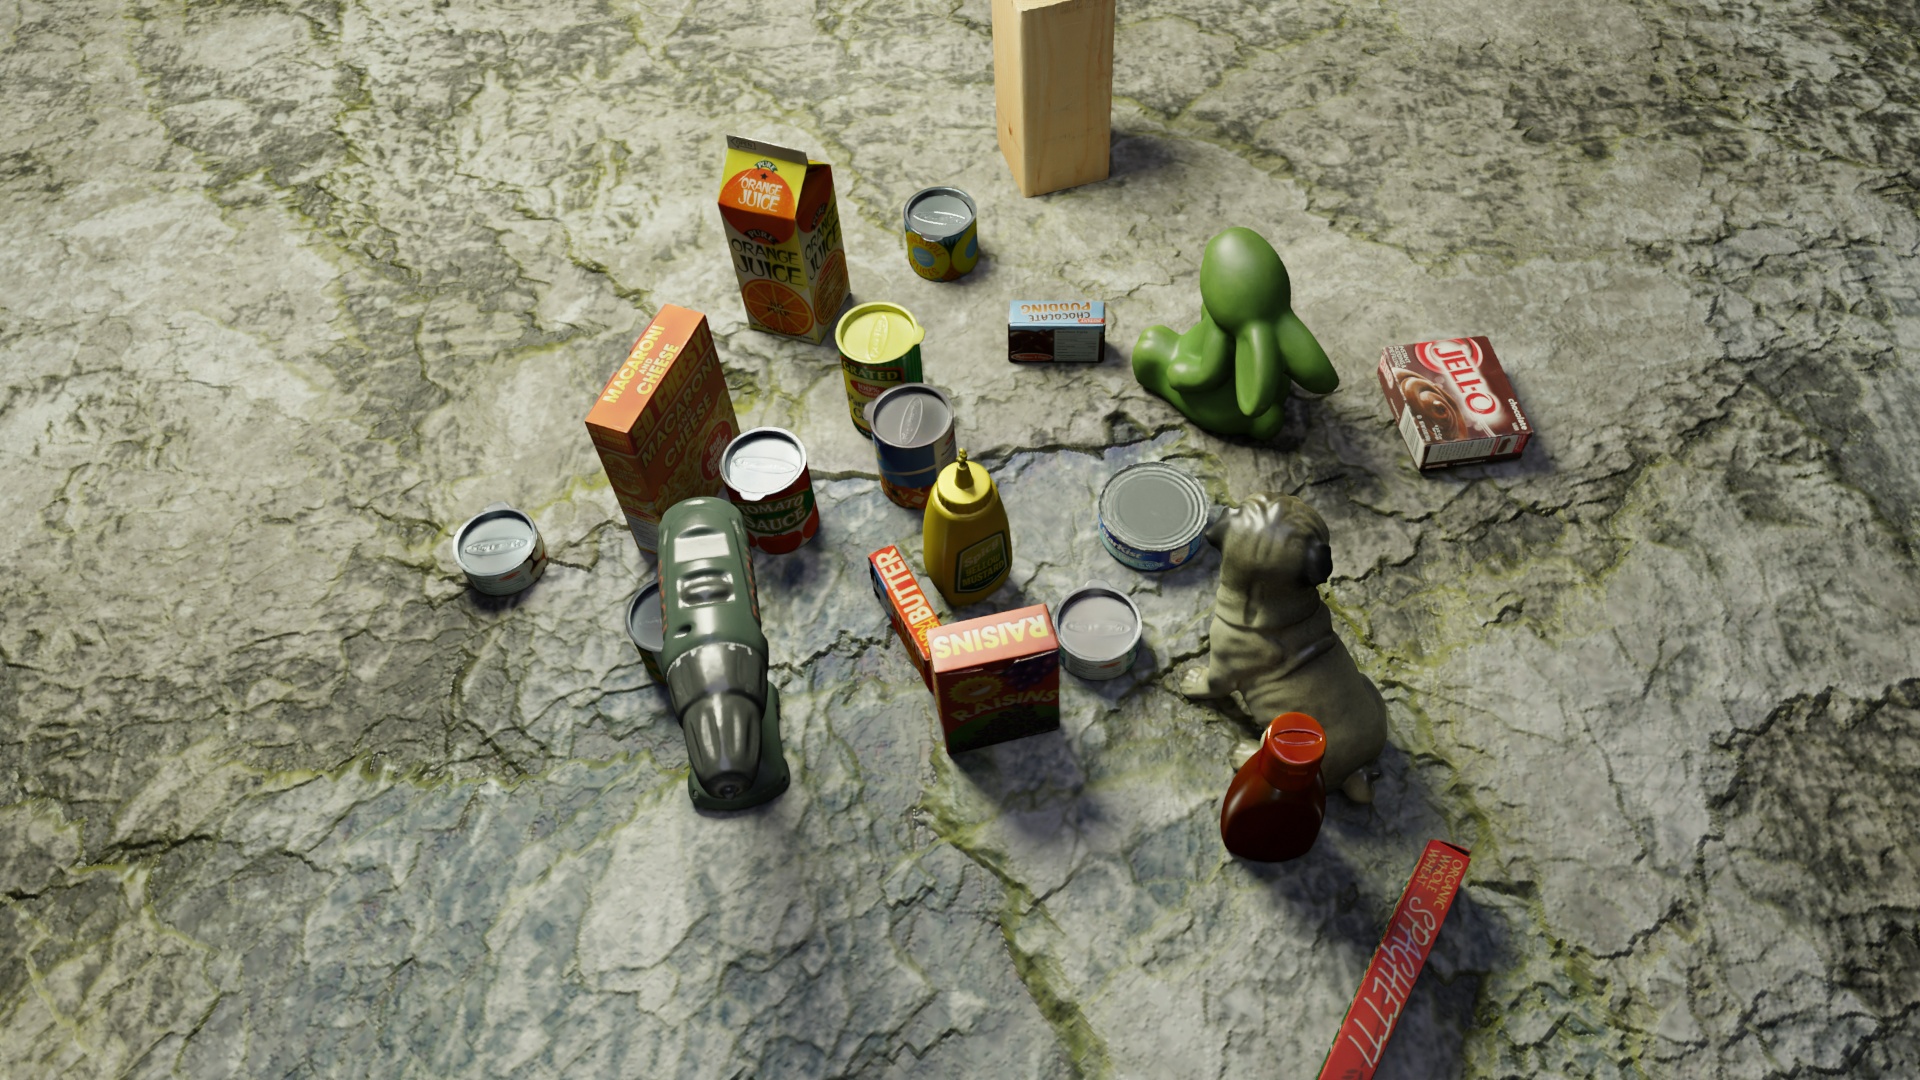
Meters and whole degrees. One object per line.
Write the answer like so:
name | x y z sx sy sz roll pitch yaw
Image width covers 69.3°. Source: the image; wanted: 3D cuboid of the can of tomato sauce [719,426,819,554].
can of tomato sauce | -0.148 -0.036 1.090 0.071 0.082 0.071 -2 56 2

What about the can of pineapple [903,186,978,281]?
can of pineapple | -0.018 -0.277 1.263 0.071 0.057 0.071 -2 56 2

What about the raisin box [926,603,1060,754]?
raisin box | 0.024 0.098 0.963 0.086 0.122 0.040 -12 56 -4

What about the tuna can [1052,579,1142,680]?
tuna can | 0.102 0.067 1.035 0.071 0.032 0.071 -2 56 2

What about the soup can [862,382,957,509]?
soup can | -0.039 -0.075 1.110 0.071 0.083 0.072 -2 56 2

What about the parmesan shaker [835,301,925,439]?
parmesan shaker | -0.061 -0.137 1.141 0.071 0.102 0.071 -2 56 2

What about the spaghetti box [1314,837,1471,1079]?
spaghetti box | 0.253 0.296 0.858 0.029 0.050 0.251 26 61 20

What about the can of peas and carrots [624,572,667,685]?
can of peas and carrots | -0.211 0.066 1.038 0.071 0.058 0.071 -2 56 2

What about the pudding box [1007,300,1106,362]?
pudding box | 0.082 -0.180 1.195 0.084 0.049 0.030 1 56 4

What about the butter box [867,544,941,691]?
butter box | -0.036 0.058 1.037 0.024 0.053 0.104 -24 58 -12

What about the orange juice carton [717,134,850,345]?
orange juice carton | -0.149 -0.262 1.179 0.072 0.191 0.073 16 58 14

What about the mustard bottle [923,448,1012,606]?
mustard bottle | 0.004 -0.013 1.018 0.065 0.159 0.049 -28 59 -15

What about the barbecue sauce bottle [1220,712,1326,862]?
barbecue sauce bottle | 0.206 0.160 0.894 0.065 0.147 0.044 1 56 4

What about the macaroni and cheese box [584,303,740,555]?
macaroni and cheese box | -0.225 -0.081 1.075 0.040 0.165 0.124 17 58 14

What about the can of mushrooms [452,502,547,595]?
can of mushrooms | -0.364 0.007 1.103 0.071 0.033 0.071 -2 56 2
